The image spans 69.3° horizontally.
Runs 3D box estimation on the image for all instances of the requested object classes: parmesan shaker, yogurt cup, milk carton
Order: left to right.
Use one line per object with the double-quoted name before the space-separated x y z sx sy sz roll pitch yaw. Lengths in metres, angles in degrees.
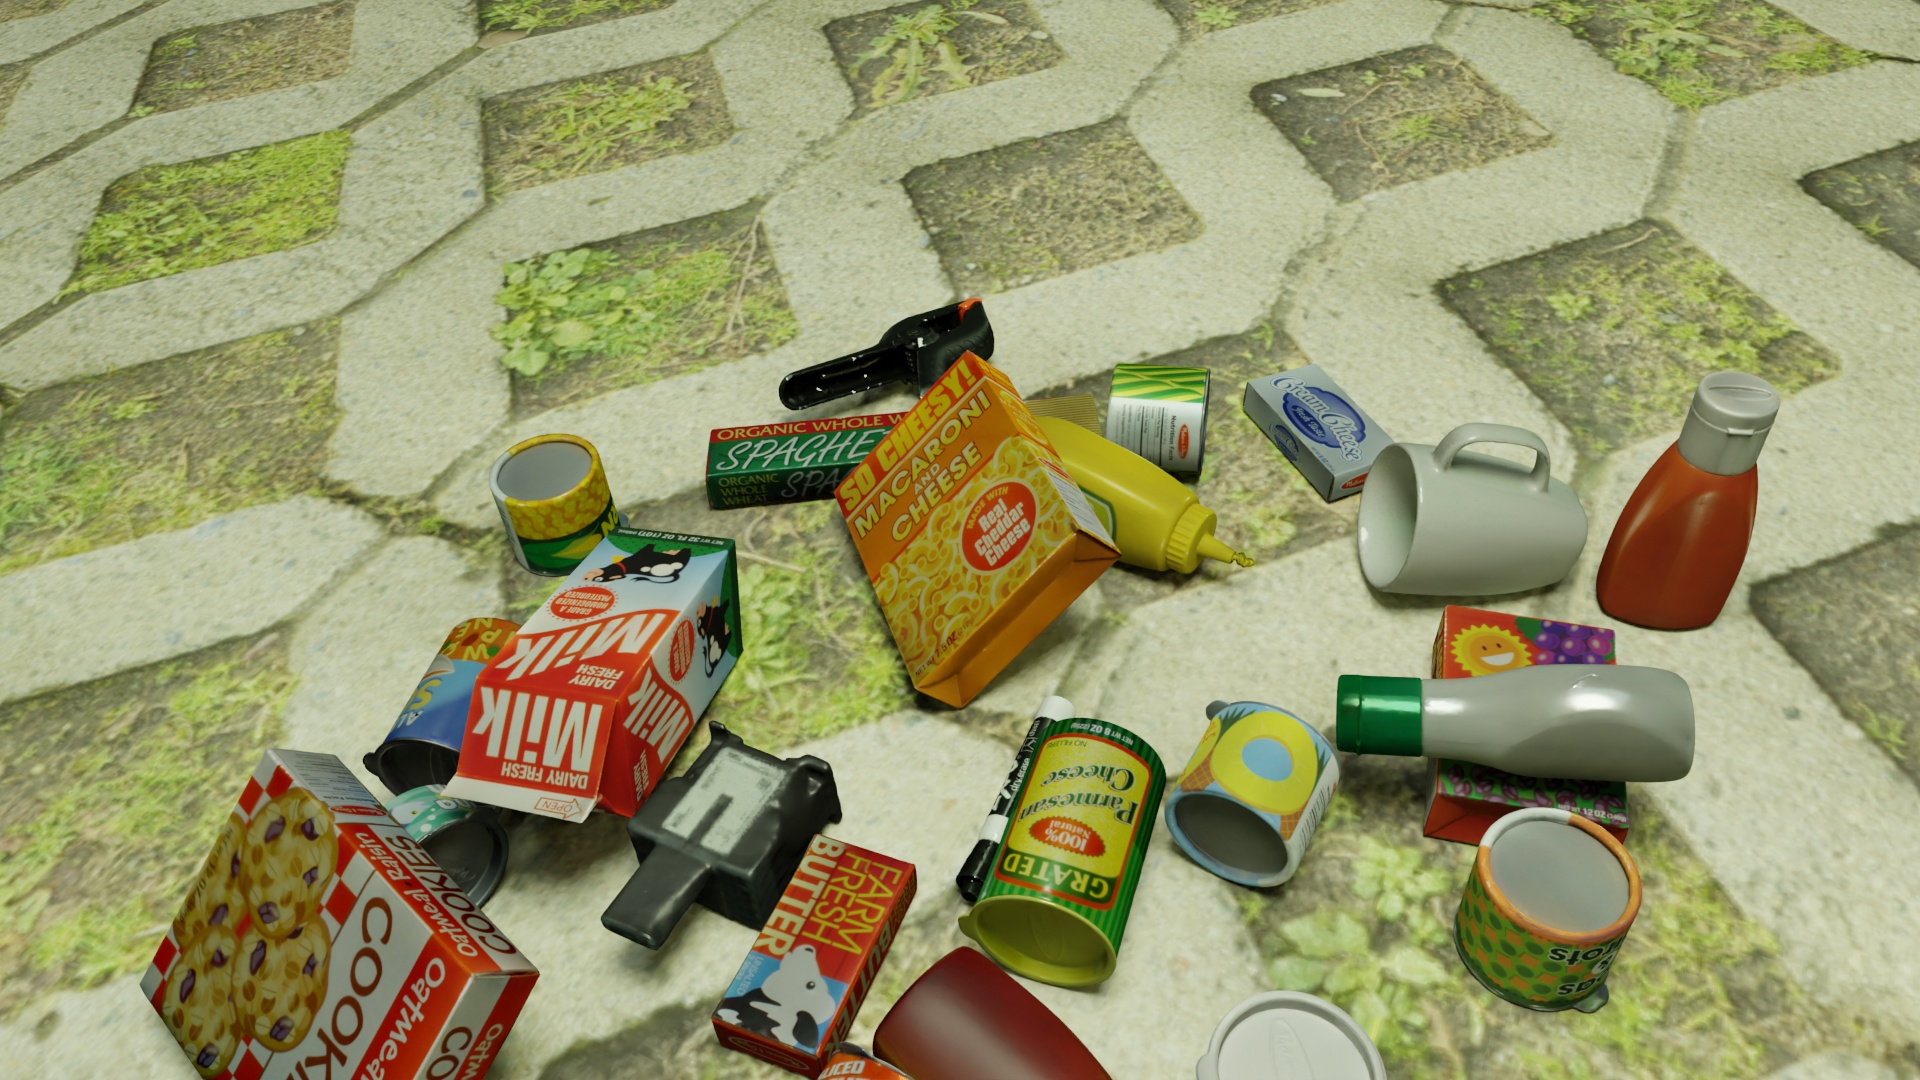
"milk carton" -0.175 0.071 0.686 0.072 0.073 0.191 7 30 11
"parmesan shaker" 0.048 0.139 0.633 0.071 0.071 0.103 11 45 15
"yogurt cup" 0.130 0.221 0.547 0.072 0.053 0.073 -2 43 2

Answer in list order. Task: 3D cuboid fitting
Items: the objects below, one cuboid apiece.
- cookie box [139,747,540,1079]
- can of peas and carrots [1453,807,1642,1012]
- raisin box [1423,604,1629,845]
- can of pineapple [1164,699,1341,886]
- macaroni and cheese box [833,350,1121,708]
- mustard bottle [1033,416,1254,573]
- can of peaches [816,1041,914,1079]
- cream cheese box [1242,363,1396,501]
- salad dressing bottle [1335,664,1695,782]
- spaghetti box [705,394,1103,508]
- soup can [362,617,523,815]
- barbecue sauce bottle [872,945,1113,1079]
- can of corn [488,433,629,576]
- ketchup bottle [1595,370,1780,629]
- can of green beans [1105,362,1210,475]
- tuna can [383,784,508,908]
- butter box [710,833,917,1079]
"cookie box" -0.263 0.184 0.582 0.168 0.040 0.123 31 93 32
"can of peas and carrots" 0.254 0.160 0.599 0.071 0.058 0.071 -3 43 3
"raisin box" 0.277 0.093 0.683 0.086 0.039 0.124 8 46 14
"can of pineapple" 0.134 0.117 0.648 0.071 0.070 0.058 20 49 24
"macaroni and cheese box" 0.003 -0.010 0.767 0.123 0.040 0.167 -45 42 17
"mustard bottle" 0.095 -0.018 0.799 0.160 0.065 0.049 25 48 25
"can of peaches" -0.040 0.238 0.531 0.071 0.071 0.058 21 50 24
"cream cheese box" 0.227 -0.069 0.871 0.053 0.024 0.104 -17 45 -15
"salad dressing bottle" 0.247 0.081 0.628 0.147 0.064 0.044 0 53 17
"spaghetti box" -0.036 -0.056 0.874 0.250 0.028 0.050 -5 42 -1
"soup can" -0.250 0.090 0.708 0.071 0.071 0.084 4 43 9
"barbecue sauce bottle" 0.036 0.230 0.554 0.149 0.043 0.065 32 54 31
"can of corn" -0.240 -0.023 0.834 0.071 0.058 0.071 -2 44 2
"ketchup bottle" 0.377 -0.018 0.713 0.065 0.148 0.044 6 45 11
"can of green beans" 0.122 -0.075 0.855 0.058 0.071 0.071 5 44 11
"tuna can" -0.246 0.147 0.645 0.033 0.070 0.071 29 52 31
"butter box" -0.063 0.184 0.624 0.053 0.024 0.104 13 46 19
